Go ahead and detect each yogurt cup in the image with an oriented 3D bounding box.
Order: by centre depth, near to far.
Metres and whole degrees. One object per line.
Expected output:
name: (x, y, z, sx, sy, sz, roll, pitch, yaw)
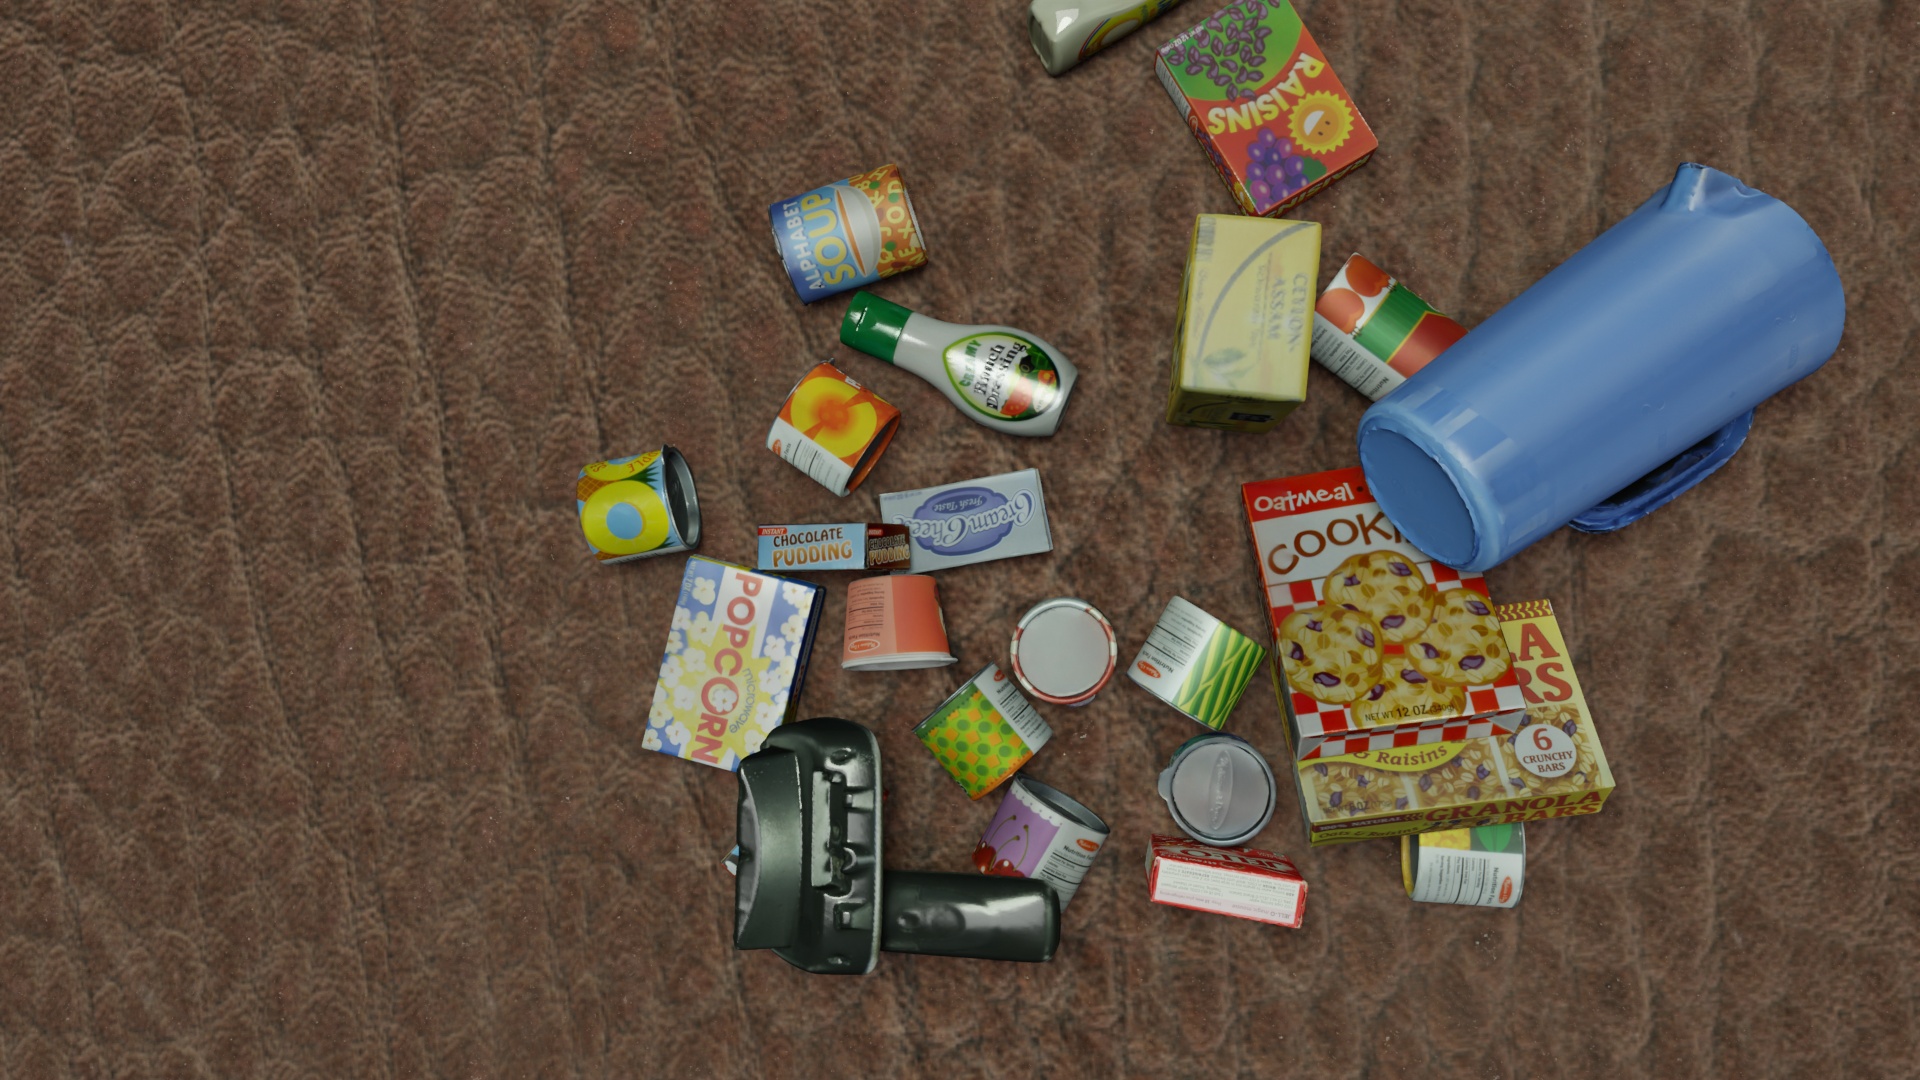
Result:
yogurt cup: (-0.041, 0.051, 0.857, 0.072, 0.072, 0.054, -5, 80, 5)

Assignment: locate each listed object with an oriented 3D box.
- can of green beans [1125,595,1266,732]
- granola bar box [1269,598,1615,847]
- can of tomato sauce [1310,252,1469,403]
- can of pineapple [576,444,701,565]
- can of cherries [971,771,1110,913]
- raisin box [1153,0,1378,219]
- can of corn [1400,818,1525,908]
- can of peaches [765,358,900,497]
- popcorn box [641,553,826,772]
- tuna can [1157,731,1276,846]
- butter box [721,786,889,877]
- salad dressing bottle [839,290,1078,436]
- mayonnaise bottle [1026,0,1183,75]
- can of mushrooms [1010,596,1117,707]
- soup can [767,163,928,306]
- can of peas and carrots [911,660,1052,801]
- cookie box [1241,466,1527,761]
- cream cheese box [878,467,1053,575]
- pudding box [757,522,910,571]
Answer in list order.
can of green beans: (0.142, 0.074, 0.837, 0.071, 0.071, 0.058, 31, 91, 5)
granola bar box: (0.274, 0.105, 0.810, 0.165, 0.039, 0.125, -8, 55, 5)
can of tomato sauce: (0.251, -0.124, 0.834, 0.083, 0.071, 0.071, 37, 92, 6)
can of pineapple: (-0.201, -0.023, 0.871, 0.058, 0.071, 0.071, -11, 88, 5)
can of cherries: (0.047, 0.183, 0.845, 0.071, 0.071, 0.058, 29, 92, 5)
raisin box: (0.187, -0.268, 0.857, 0.086, 0.040, 0.123, -31, 85, 3)
can of corn: (0.295, 0.180, 0.821, 0.058, 0.071, 0.071, 2, 89, 8)
can of peaches: (-0.077, -0.070, 0.862, 0.058, 0.071, 0.071, 35, 92, 5)
popcorn box: (-0.142, 0.079, 0.877, 0.085, 0.038, 0.126, 14, 90, 5)
tuna can: (0.156, 0.151, 0.850, 0.071, 0.033, 0.071, 0, 88, 5)
butter box: (-0.097, 0.182, 0.877, 0.053, 0.024, 0.103, 42, 92, 6)
salad dressing bottle: (-0.002, -0.113, 0.867, 0.148, 0.044, 0.064, 22, 92, 6)
mayonnaise bottle: (0.113, -0.344, 0.856, 0.148, 0.064, 0.041, -29, 85, 0)
can of mushrooms: (0.065, 0.070, 0.861, 0.071, 0.033, 0.071, 0, 88, 5)
soup can: (-0.069, -0.190, 0.862, 0.084, 0.071, 0.071, -18, 87, 4)
can of peas and carrots: (0.012, 0.118, 0.849, 0.071, 0.071, 0.059, -41, 86, 3)
cookie box: (0.240, 0.035, 0.807, 0.123, 0.040, 0.168, -8, 59, 4)
cream cheese box: (0.003, -0.011, 0.873, 0.104, 0.024, 0.053, -10, 88, 5)
pudding box: (-0.077, 0.004, 0.854, 0.083, 0.050, 0.030, 0, 88, 31)
